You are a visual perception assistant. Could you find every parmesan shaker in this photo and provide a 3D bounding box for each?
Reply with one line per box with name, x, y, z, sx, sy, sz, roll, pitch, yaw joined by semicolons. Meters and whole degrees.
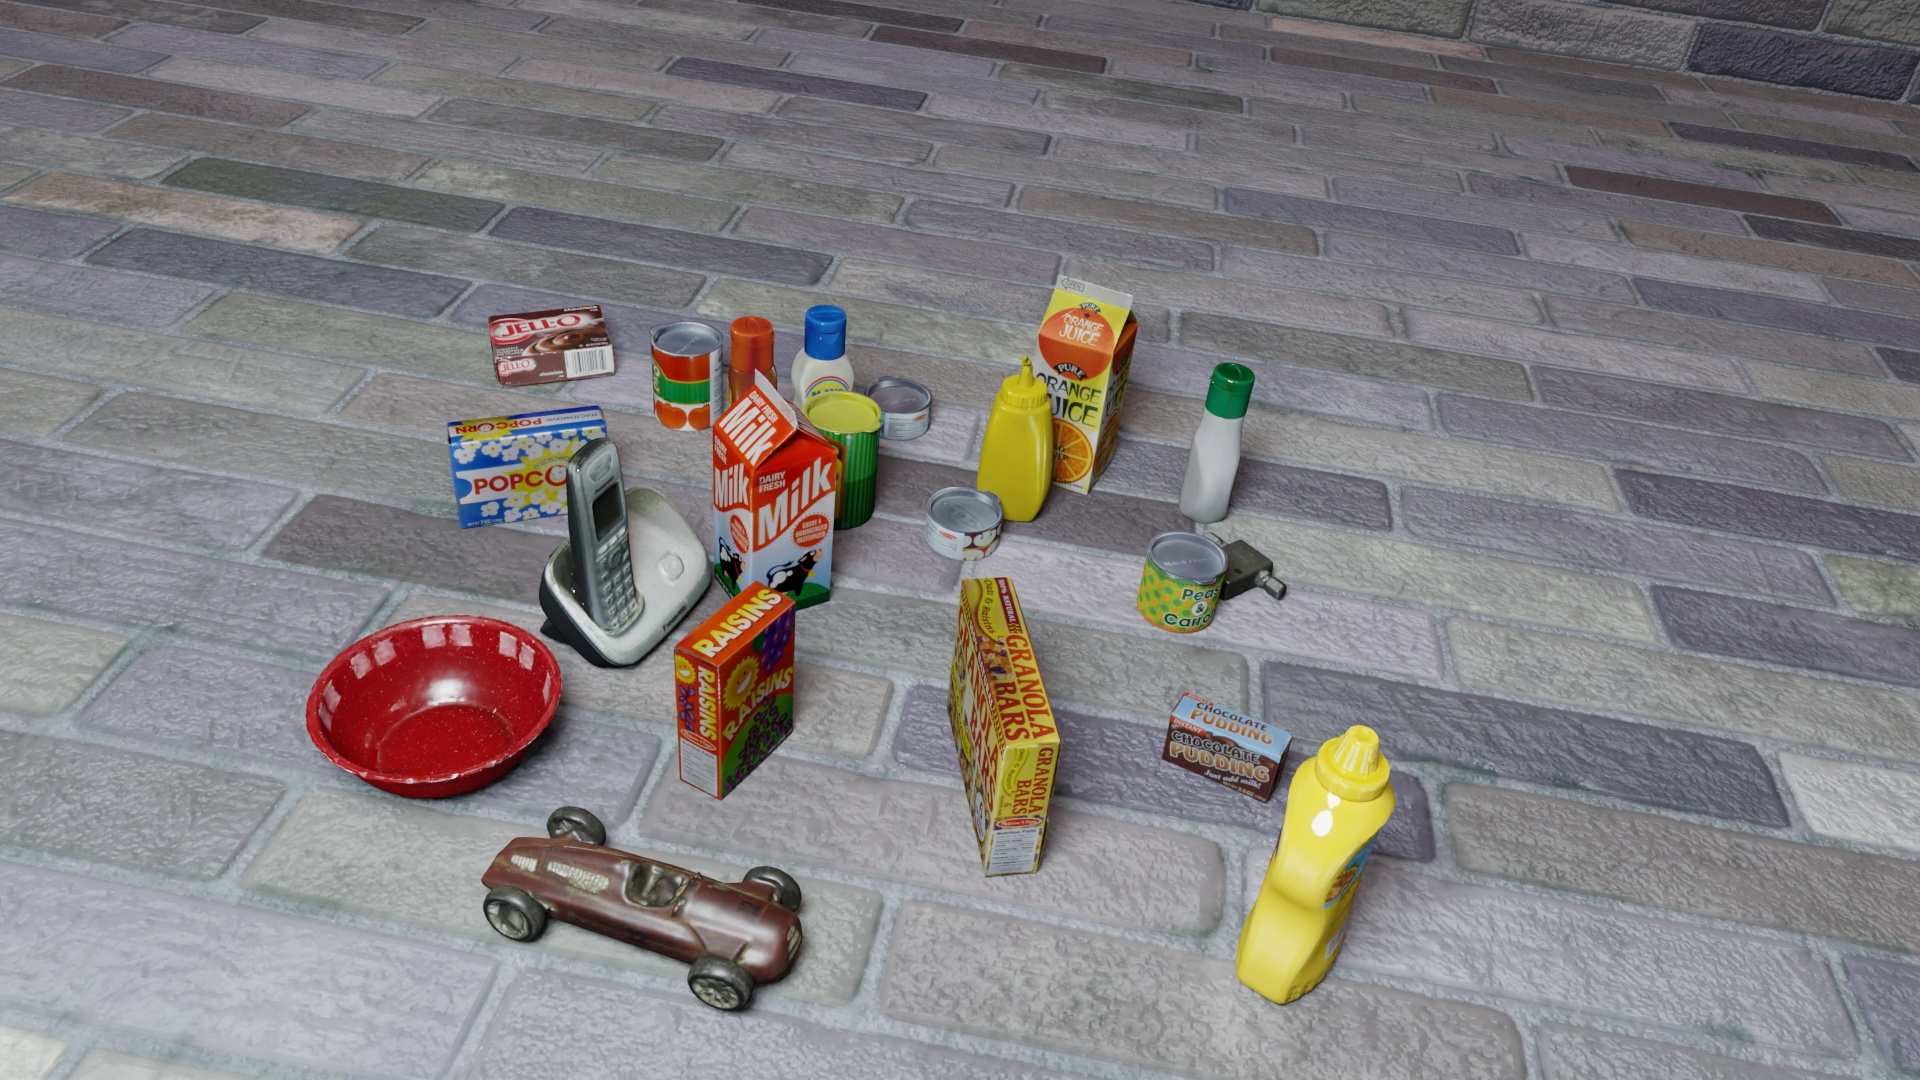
parmesan shaker;-0.102;-0.067;1.196;0.071;0.102;0.072;4;36;-3

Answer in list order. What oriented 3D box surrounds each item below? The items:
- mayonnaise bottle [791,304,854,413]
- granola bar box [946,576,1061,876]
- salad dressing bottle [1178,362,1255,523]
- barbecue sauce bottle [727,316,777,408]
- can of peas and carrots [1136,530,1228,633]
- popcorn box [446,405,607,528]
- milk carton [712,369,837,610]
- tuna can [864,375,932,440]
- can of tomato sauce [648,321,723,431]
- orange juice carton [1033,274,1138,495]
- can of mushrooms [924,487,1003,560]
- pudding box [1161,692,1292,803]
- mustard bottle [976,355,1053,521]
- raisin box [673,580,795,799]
mayonnaise bottle;-0.124;-0.139;1.252;0.065;0.147;0.041;-7;38;-18
granola bar box;0.027;0.123;0.943;0.039;0.123;0.166;-1;37;-11
salad dressing bottle;0.229;-0.086;1.237;0.044;0.146;0.064;3;36;-5
barbecue sauce bottle;-0.183;-0.124;1.222;0.044;0.147;0.065;-4;38;-14
can of peas and carrots;0.183;0.036;1.140;0.071;0.058;0.071;4;36;-3
popcorn box;-0.359;-0.062;1.164;0.127;0.084;0.038;-9;39;-21
milk carton;-0.145;-0.035;1.073;0.074;0.189;0.072;-17;42;-28
tuna can;-0.062;-0.128;1.344;0.071;0.032;0.071;4;36;-3
can of tomato sauce;-0.258;-0.155;1.306;0.071;0.082;0.071;4;36;-3
orange juice carton;0.109;-0.146;1.261;0.072;0.191;0.073;19;38;16
can of mushrooms;0.004;-0.015;1.201;0.071;0.033;0.071;4;36;-3
pudding box;0.191;0.148;0.998;0.084;0.049;0.030;21;39;19
mustard bottle;0.052;-0.092;1.207;0.065;0.159;0.049;13;37;8
raisin box;-0.152;0.102;0.944;0.040;0.122;0.086;24;40;22
